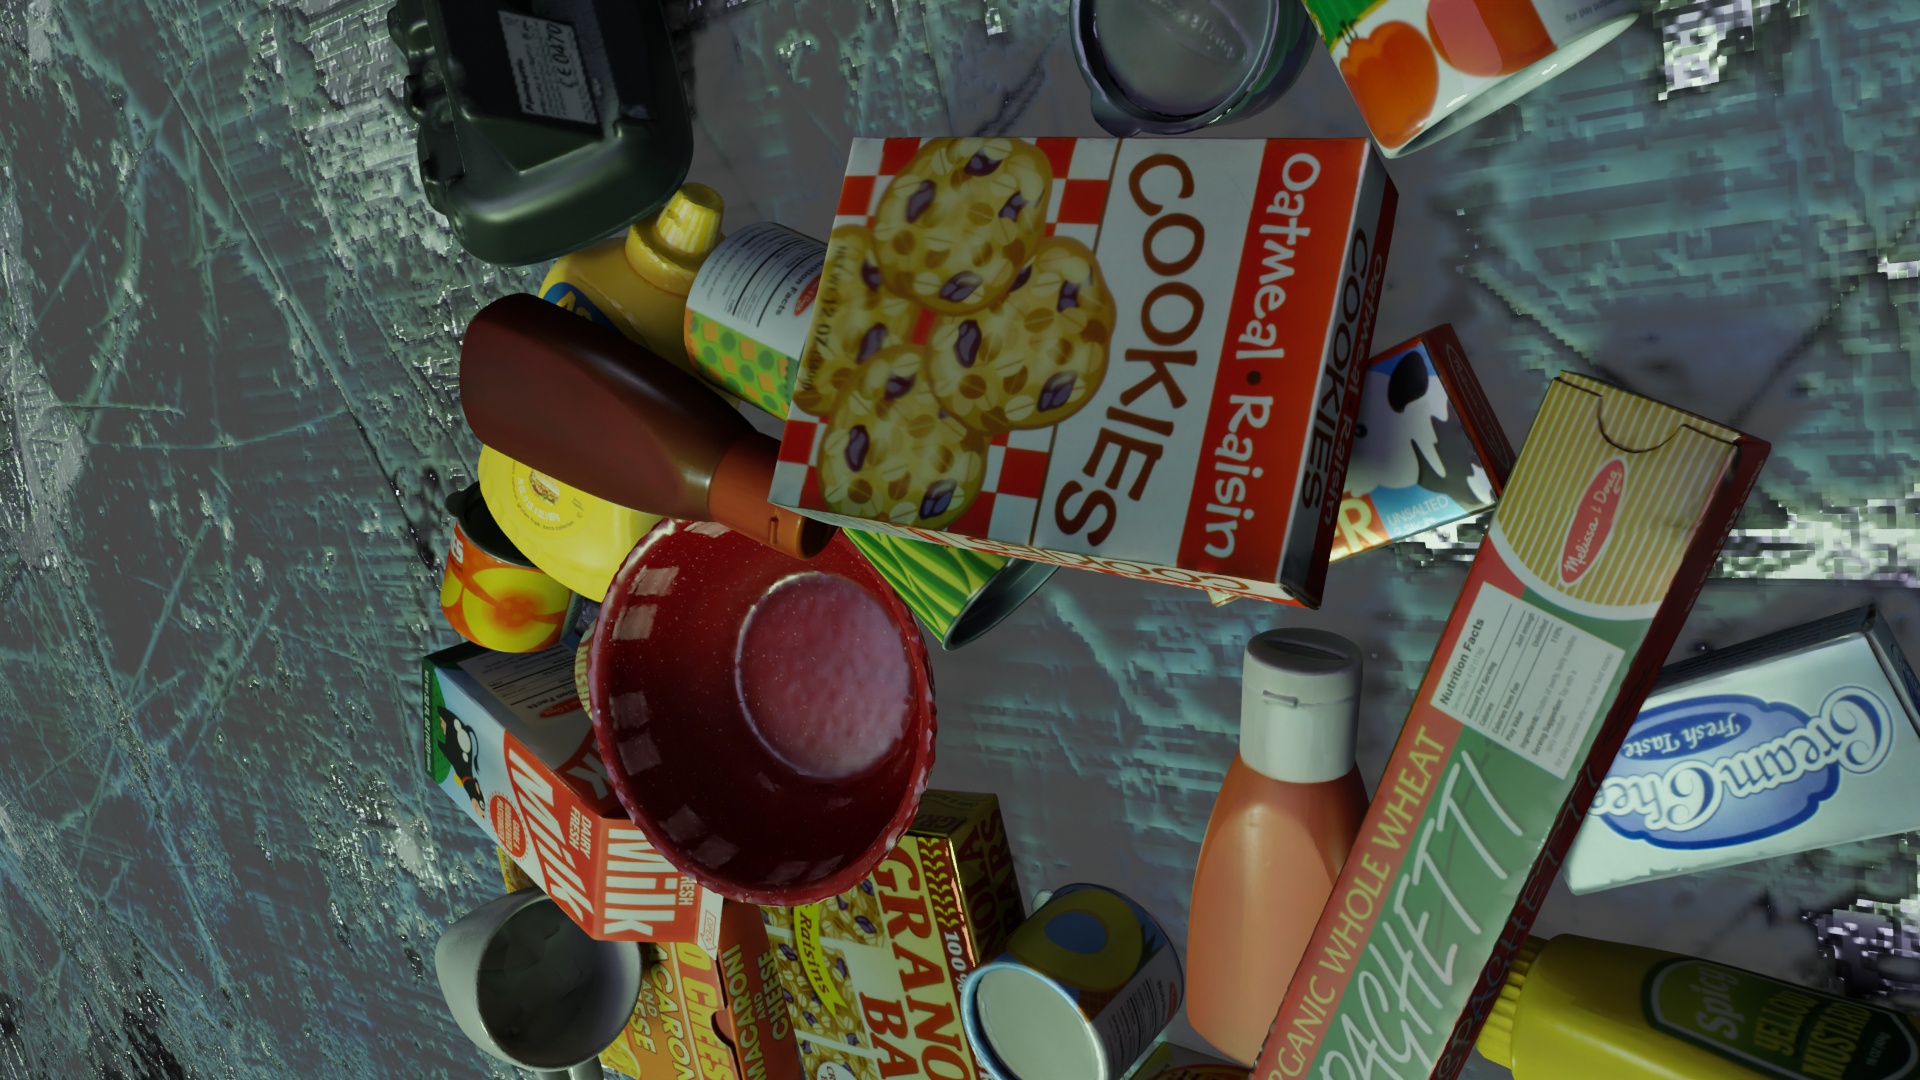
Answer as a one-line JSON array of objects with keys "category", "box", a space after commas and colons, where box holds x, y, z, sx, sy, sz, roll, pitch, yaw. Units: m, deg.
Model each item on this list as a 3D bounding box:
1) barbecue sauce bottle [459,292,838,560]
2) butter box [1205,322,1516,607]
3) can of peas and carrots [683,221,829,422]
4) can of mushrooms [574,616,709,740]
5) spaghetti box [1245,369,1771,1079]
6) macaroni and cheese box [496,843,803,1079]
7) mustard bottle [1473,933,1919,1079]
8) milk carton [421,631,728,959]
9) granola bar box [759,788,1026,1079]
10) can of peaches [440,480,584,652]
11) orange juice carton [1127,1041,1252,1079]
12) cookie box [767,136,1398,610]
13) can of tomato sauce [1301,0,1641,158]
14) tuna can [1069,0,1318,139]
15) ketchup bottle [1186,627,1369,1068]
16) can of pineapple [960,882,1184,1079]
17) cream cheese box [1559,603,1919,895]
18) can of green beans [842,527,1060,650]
[{"category": "barbecue sauce bottle", "box": [-0.113, -0.038, 0.510, 0.149, 0.044, 0.064, 24, 131, 16]}, {"category": "butter box", "box": [0.110, -0.020, 0.421, 0.103, 0.024, 0.053, -25, 91, 41]}, {"category": "can of peas and carrots", "box": [-0.056, -0.074, 0.505, 0.059, 0.071, 0.070, 27, 122, 28]}, {"category": "can of mushrooms", "box": [-0.135, 0.058, 0.613, 0.033, 0.071, 0.071, -16, 97, 42]}, {"category": "spaghetti box", "box": [0.144, 0.077, 0.390, 0.050, 0.029, 0.249, 33, 114, 40]}, {"category": "macaroni and cheese box", "box": [-0.163, 0.219, 0.718, 0.166, 0.040, 0.123, 4, 110, 37]}, {"category": "mustard bottle", "box": [0.199, 0.145, 0.390, 0.160, 0.065, 0.048, 10, 112, 40]}, {"category": "milk carton", "box": [-0.171, 0.115, 0.649, 0.191, 0.074, 0.072, 29, 123, 34]}, {"category": "granola bar box", "box": [-0.024, 0.189, 0.597, 0.124, 0.039, 0.165, -4, 104, 39]}, {"category": "can of peaches", "box": [-0.210, 0.010, 0.654, 0.071, 0.071, 0.057, 40, 128, 20]}, {"category": "orange juice carton", "box": [0.139, 0.244, 0.468, 0.192, 0.073, 0.071, 5, 110, 36]}, {"category": "cookie box", "box": [0.033, -0.055, 0.413, 0.167, 0.040, 0.123, 9, 83, 30]}, {"category": "can of tomato sauce", "box": [0.114, -0.146, 0.342, 0.071, 0.071, 0.083, -28, 90, 41]}, {"category": "tuna can", "box": [0.066, -0.150, 0.400, 0.071, 0.033, 0.070, 15, 116, 34]}, {"category": "ketchup bottle", "box": [0.108, 0.103, 0.457, 0.065, 0.044, 0.148, 12, 114, 32]}, {"category": "can of pineapple", "box": [0.041, 0.173, 0.528, 0.071, 0.058, 0.070, 15, 116, 34]}, {"category": "cream cheese box", "box": [0.205, 0.059, 0.377, 0.103, 0.024, 0.053, -28, 89, 41]}, {"category": "can of green beans", "box": [0.001, -0.005, 0.485, 0.058, 0.071, 0.071, 48, 130, 14]}]
